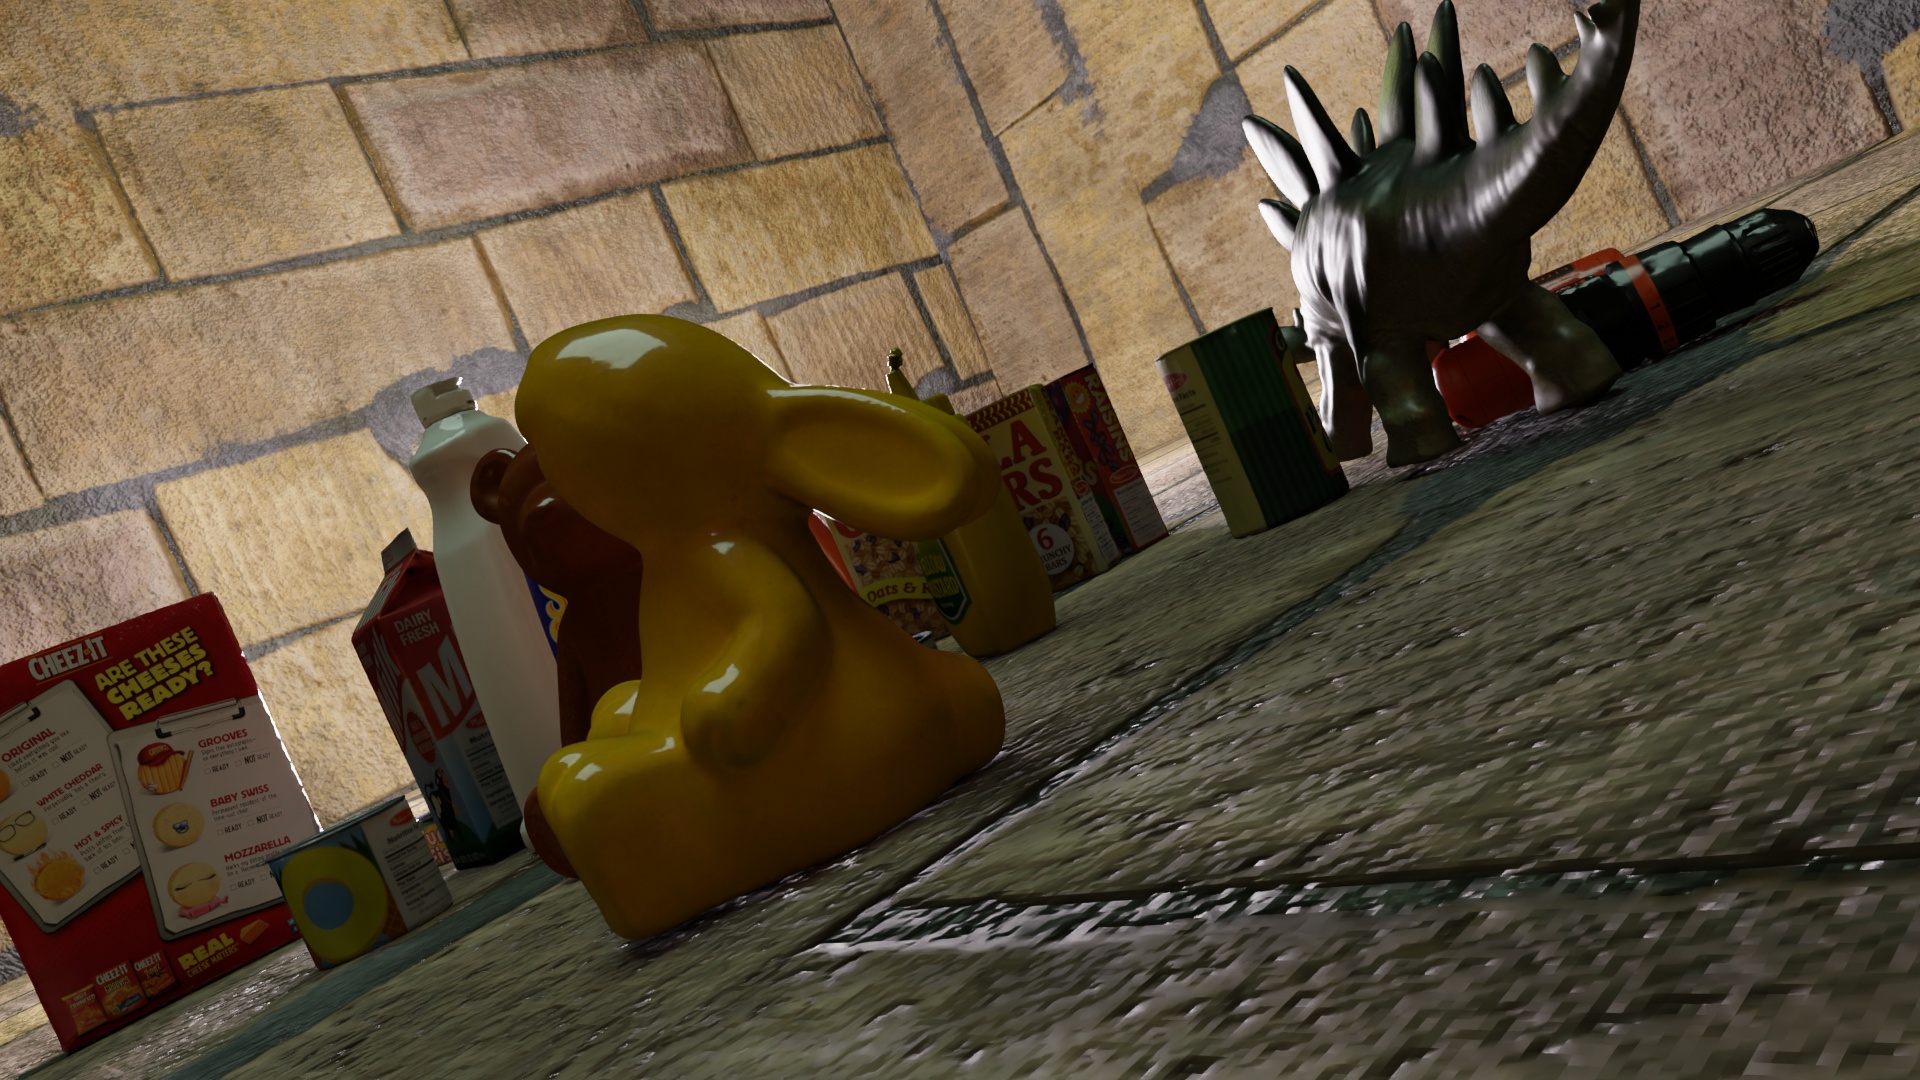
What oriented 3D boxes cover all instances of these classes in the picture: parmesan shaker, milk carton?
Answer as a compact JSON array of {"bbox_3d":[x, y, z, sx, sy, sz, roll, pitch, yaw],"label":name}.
[{"bbox_3d":[0.151,-0.061,0.724,0.071,0.103,0.071,-24,1,1],"label":"parmesan shaker"},{"bbox_3d":[-0.288,0.086,0.802,0.074,0.190,0.072,-25,1,-38],"label":"milk carton"}]

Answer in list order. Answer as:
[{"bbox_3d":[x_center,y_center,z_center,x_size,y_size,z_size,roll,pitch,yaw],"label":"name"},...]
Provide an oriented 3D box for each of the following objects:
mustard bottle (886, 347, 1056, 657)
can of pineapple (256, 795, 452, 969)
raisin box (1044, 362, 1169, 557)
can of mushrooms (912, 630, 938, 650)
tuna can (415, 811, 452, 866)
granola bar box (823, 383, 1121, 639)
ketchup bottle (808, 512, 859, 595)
[{"bbox_3d":[-0.006,-0.021,0.695,0.049,0.160,0.065,-25,1,-23],"label":"mustard bottle"},{"bbox_3d":[-0.286,0.162,0.660,0.071,0.058,0.071,-24,1,1],"label":"can of pineapple"},{"bbox_3d":[0.075,-0.044,0.922,0.040,0.123,0.086,-25,2,-39],"label":"raisin box"},{"bbox_3d":[-0.038,0.067,0.580,0.071,0.033,0.071,-24,2,1],"label":"can of mushrooms"},{"bbox_3d":[-0.323,0.185,0.907,0.071,0.033,0.071,-24,2,1],"label":"tuna can"},{"bbox_3d":[0.003,-0.011,0.894,0.165,0.124,0.039,-24,1,23],"label":"granola bar box"},{"bbox_3d":[-0.105,0.021,0.987,0.064,0.148,0.044,-24,1,23],"label":"ketchup bottle"}]
